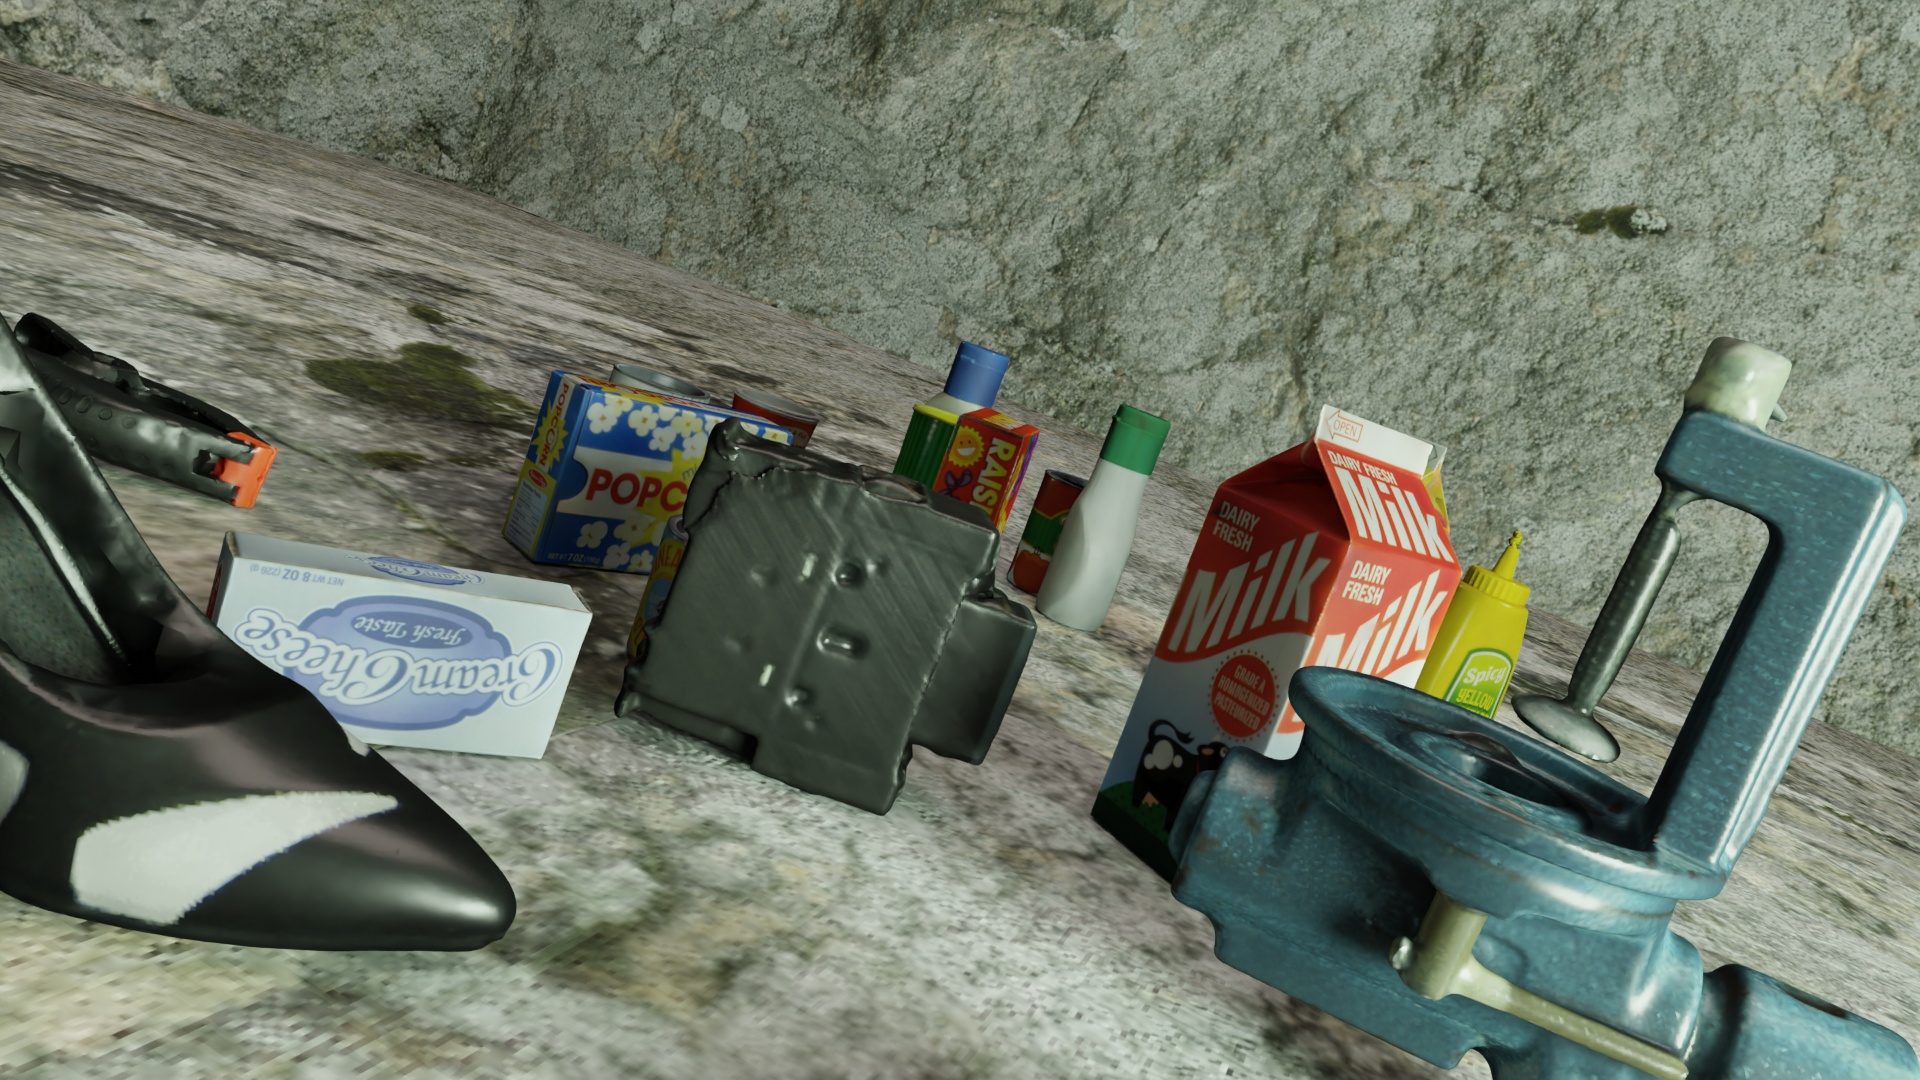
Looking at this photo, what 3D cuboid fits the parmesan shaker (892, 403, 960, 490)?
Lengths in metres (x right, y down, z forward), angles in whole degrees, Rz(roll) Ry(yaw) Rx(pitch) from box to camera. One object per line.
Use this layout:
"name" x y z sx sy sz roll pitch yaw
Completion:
"parmesan shaker" -0.018 -0.029 0.895 0.071 0.103 0.071 20 10 -3

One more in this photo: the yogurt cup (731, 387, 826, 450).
"yogurt cup" -0.146 -0.080 1.052 0.072 0.054 0.072 20 10 -3

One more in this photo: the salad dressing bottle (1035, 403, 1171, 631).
"salad dressing bottle" 0.095 -0.015 0.914 0.044 0.147 0.064 18 10 -16

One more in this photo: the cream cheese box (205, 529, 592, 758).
"cream cheese box" -0.168 0.033 0.413 0.104 0.053 0.024 13 12 -38

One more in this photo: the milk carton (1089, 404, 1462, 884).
"milk carton" 0.129 0.044 0.548 0.072 0.190 0.073 13 12 -37

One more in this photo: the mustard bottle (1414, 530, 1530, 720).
"mustard bottle" 0.323 0.068 0.885 0.065 0.160 0.049 16 11 -26

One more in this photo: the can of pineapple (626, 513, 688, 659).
"can of pineapple" -0.098 0.027 0.568 0.071 0.057 0.071 20 10 -3

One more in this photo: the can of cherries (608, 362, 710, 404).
"can of cherries" -0.205 -0.079 0.921 0.071 0.058 0.071 20 10 -3

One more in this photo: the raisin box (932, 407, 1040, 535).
"raisin box" 0.003 -0.010 0.774 0.040 0.123 0.086 22 10 7

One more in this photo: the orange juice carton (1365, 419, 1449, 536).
"orange juice carton" 0.207 0.027 0.784 0.073 0.192 0.072 13 12 -39

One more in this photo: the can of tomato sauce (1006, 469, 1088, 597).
"can of tomato sauce" 0.078 0.000 0.982 0.071 0.083 0.071 20 10 -3

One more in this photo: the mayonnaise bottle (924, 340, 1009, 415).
"mayonnaise bottle" -0.007 -0.063 0.965 0.065 0.147 0.041 26 11 31

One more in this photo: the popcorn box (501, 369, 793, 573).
"popcorn box" -0.150 -0.028 0.683 0.038 0.085 0.127 28 13 40
